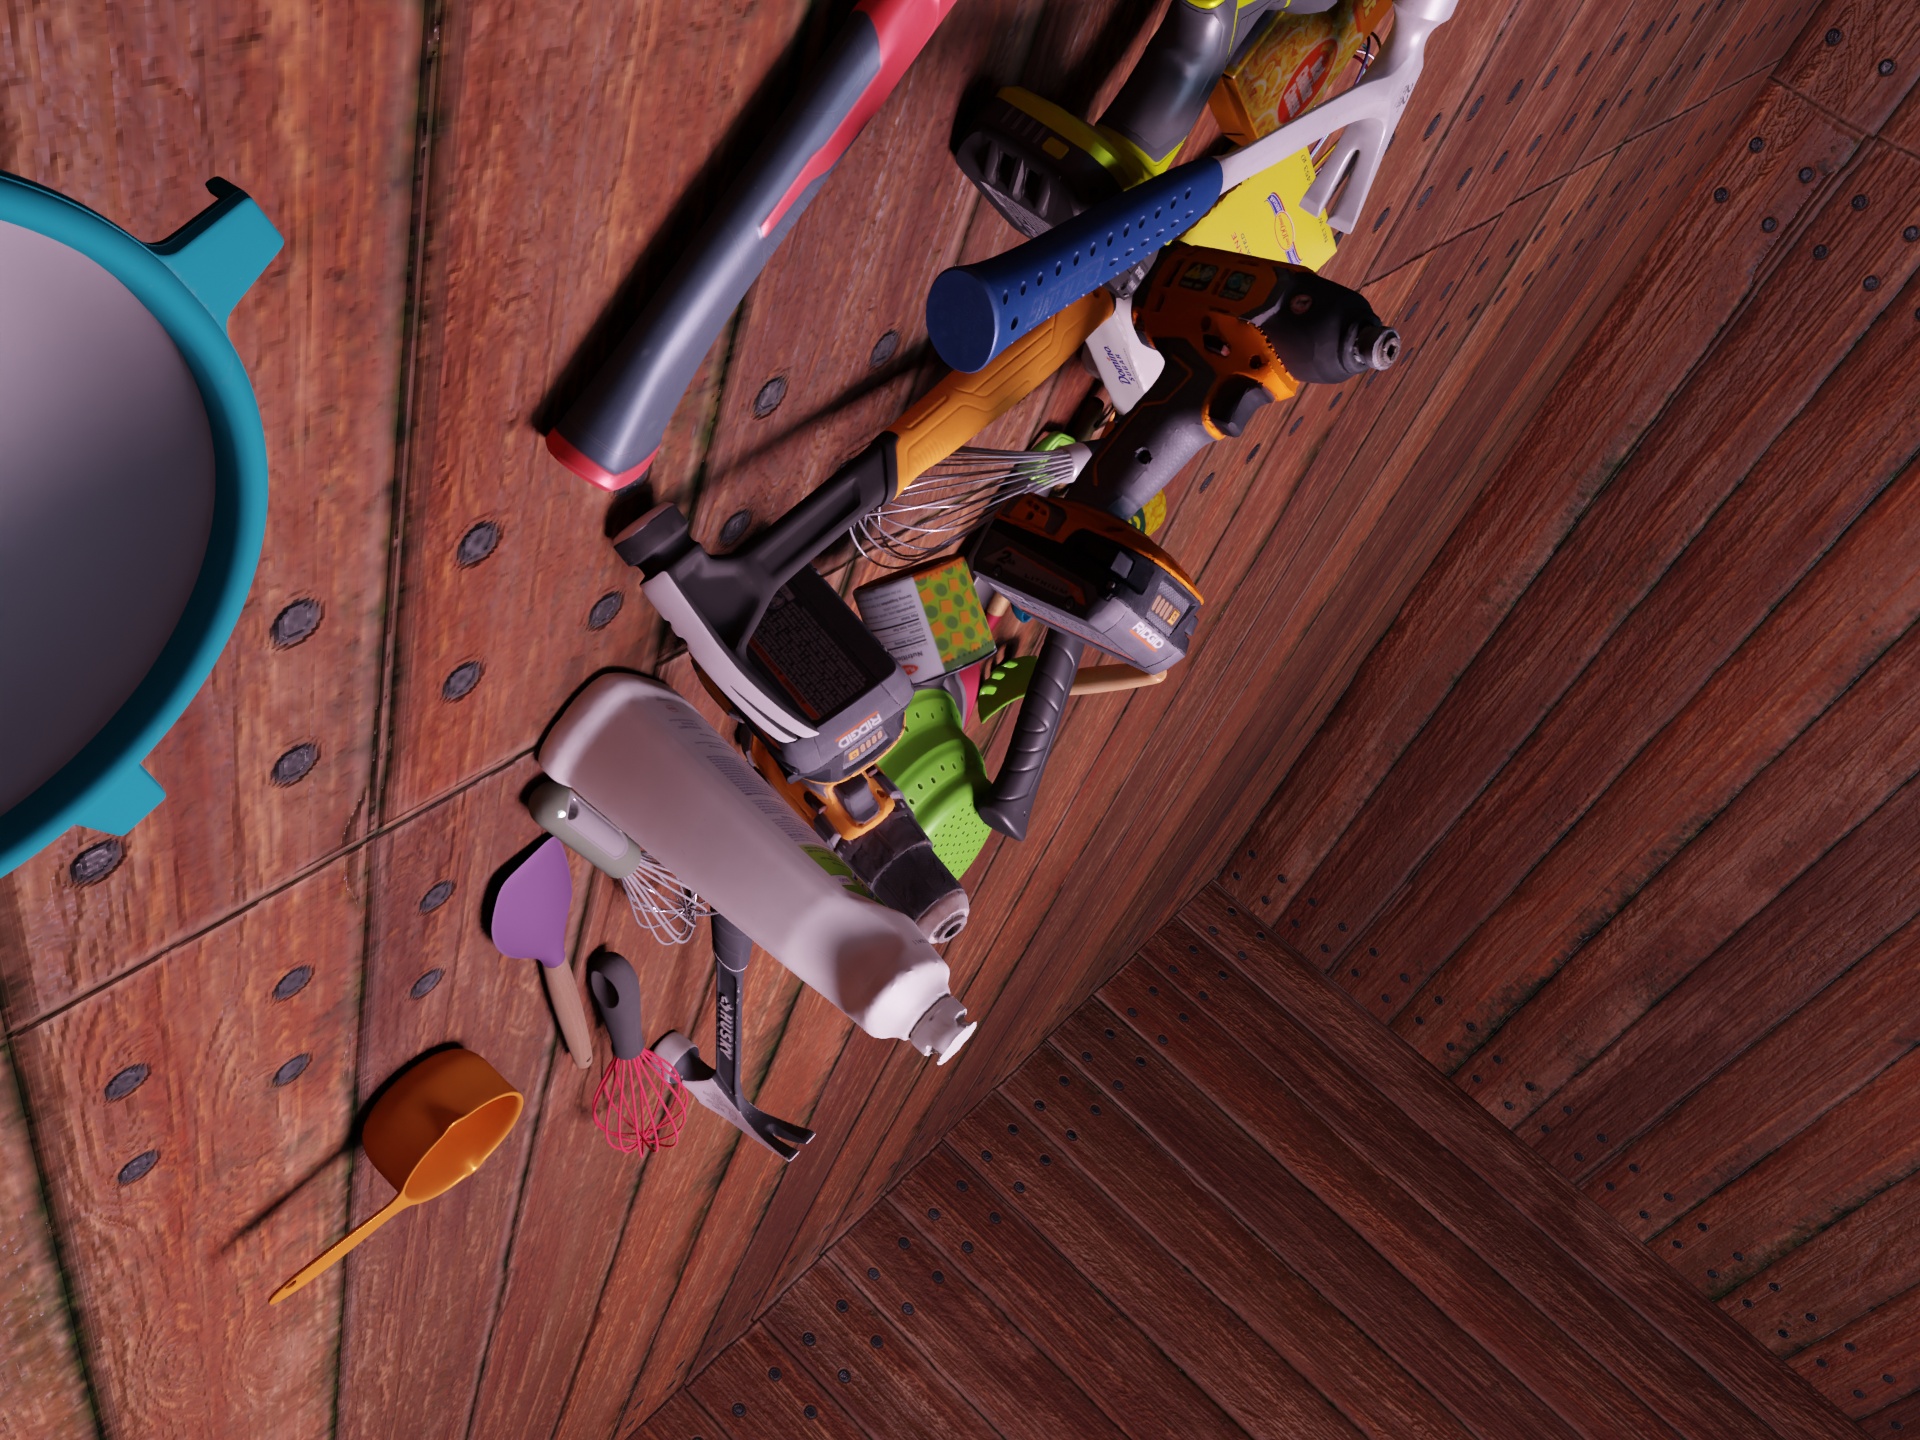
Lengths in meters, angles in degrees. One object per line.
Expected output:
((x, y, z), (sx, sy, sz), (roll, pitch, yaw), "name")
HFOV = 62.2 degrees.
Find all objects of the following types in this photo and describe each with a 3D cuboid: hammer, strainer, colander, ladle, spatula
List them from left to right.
((-0.307, -0.030, 0.296), (0.340, 0.095, 0.211), (-22, 146, -53), "strainer")
((-0.253, 0.160, 0.993), (0.060, 0.018, 0.315), (-48, 164, -28), "spatula")
((-0.160, 0.178, 1.120), (0.036, 0.149, 0.408), (-43, 156, -36), "hammer")
((-0.041, -0.252, 0.590), (0.386, 0.038, 0.143), (-52, 162, 9), "hammer")
((-0.019, -0.135, 0.813), (0.337, 0.127, 0.034), (-46, -163, -31), "hammer")
((-0.002, -0.003, 1.081), (0.397, 0.095, 0.204), (-60, 156, 14), "colander")
((0.034, -0.099, 1.152), (0.069, 0.031, 0.315), (-35, 157, -51), "ladle")
((0.082, -0.079, 1.061), (0.146, 0.035, 0.335), (11, 99, -56), "hammer")
((0.118, -0.246, 0.739), (0.405, 0.035, 0.144), (-40, 157, -40), "hammer")

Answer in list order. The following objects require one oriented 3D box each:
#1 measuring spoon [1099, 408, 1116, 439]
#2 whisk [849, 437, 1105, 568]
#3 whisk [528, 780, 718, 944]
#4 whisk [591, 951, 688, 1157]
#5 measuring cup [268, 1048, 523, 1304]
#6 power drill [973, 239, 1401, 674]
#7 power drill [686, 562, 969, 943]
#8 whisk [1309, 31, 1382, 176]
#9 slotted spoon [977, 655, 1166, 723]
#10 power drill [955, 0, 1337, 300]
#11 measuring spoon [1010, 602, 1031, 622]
((0.088, -0.174, 1.097), (0.021, 0.011, 0.117), (-7, -125, 63), "measuring spoon")
((0.041, -0.145, 0.930), (0.284, 0.070, 0.070), (-20, 148, -39), "whisk")
((-0.194, 0.083, 0.929), (0.246, 0.059, 0.058), (66, 27, -68), "whisk")
((-0.238, 0.244, 1.152), (0.073, 0.073, 0.295), (-40, 156, -29), "whisk")
((-0.343, 0.263, 0.936), (0.173, 0.052, 0.095), (-39, 161, -26), "measuring cup")
((0.122, -0.144, 0.844), (0.084, 0.164, 0.226), (33, 87, -45), "power drill")
((-0.066, 0.025, 0.891), (0.084, 0.185, 0.226), (-36, 158, -13), "power drill")
((0.202, -0.333, 1.036), (0.051, 0.047, 0.244), (-34, 161, -46), "whisk")
((0.076, -0.029, 1.180), (0.070, 0.031, 0.314), (-51, -165, -14), "slotted spoon")
((0.100, -0.325, 0.729), (0.228, 0.080, 0.190), (-55, 163, 9), "power drill")
((0.075, -0.130, 1.215), (0.129, 0.021, 0.042), (-54, 165, -16), "measuring spoon")
